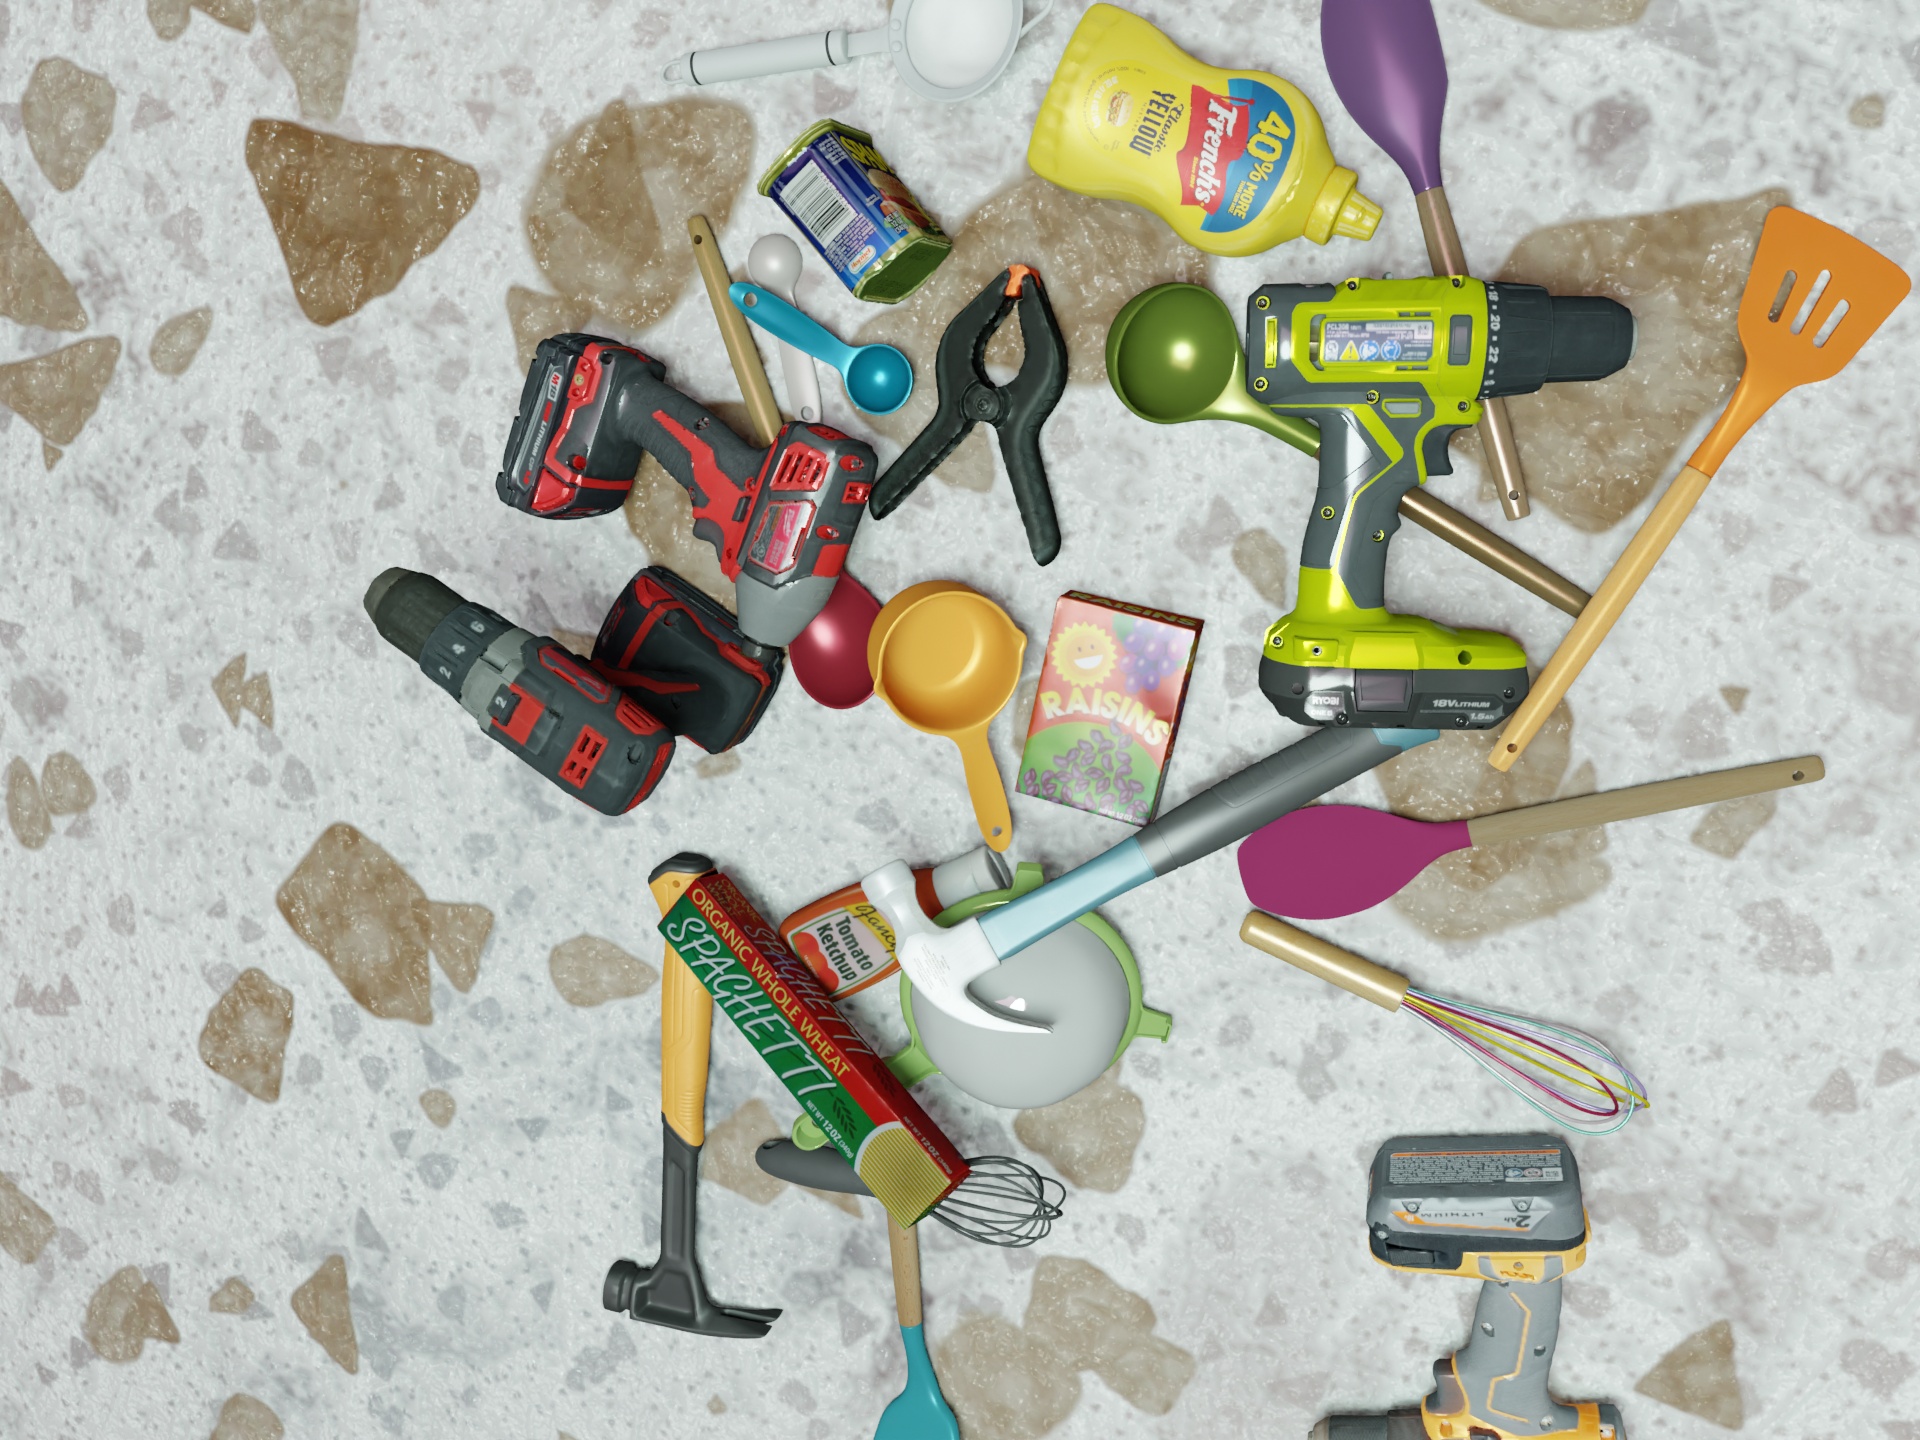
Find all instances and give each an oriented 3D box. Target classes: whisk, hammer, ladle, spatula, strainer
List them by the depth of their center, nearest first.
[{"bbox_3d":[0.374,-0.111,0.841,0.081,0.041,0.322,31,107,4],"label":"spatula"},{"bbox_3d":[0.258,-0.260,0.861,0.060,0.018,0.316,-16,94,19],"label":"spatula"},{"bbox_3d":[0.221,-0.138,0.876,0.320,0.062,0.078,33,102,5],"label":"ladle"},{"bbox_3d":[0.116,0.070,0.905,0.331,0.033,0.128,-28,82,1],"label":"hammer"},{"bbox_3d":[-0.061,-0.391,0.918,0.258,0.050,0.087,1,95,22],"label":"strainer"},{"bbox_3d":[0.277,0.172,0.926,0.245,0.047,0.051,24,107,15],"label":"whisk"},{"bbox_3d":[-0.007,0.210,0.974,0.256,0.069,0.151,-35,107,16],"label":"strainer"},{"bbox_3d":[-0.112,-0.159,0.982,0.069,0.031,0.315,-18,93,18],"label":"ladle"},{"bbox_3d":[-0.038,0.291,1.007,0.239,0.055,0.055,0,101,35],"label":"whisk"},{"bbox_3d":[-0.039,0.378,1.050,0.082,0.044,0.317,0,99,29],"label":"spatula"},{"bbox_3d":[-0.180,0.255,1.073,0.127,0.034,0.337,6,102,16],"label":"hammer"}]

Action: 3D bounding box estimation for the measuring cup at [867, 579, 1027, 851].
[{"bbox_3d":[-0.002,-0.003,0.964,0.095,0.052,0.173,-20,114,-9],"label":"measuring cup"}]

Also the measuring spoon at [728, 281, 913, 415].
[{"bbox_3d":[-0.083,-0.228,0.959,0.128,0.021,0.042,33,107,5],"label":"measuring spoon"}]

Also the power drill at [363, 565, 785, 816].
[{"bbox_3d":[-0.219,-0.034,0.928,0.188,0.227,0.080,34,107,7],"label":"power drill"}]

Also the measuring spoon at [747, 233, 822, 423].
[{"bbox_3d":[-0.105,-0.234,0.970,0.034,0.018,0.124,-10,98,17],"label":"measuring spoon"}]

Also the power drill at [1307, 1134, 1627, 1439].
[{"bbox_3d":[0.289,0.365,0.938,0.185,0.084,0.226,-7,103,18],"label":"power drill"}]

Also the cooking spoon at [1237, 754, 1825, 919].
[{"bbox_3d":[0.316,0.059,0.903,0.319,0.017,0.068,-13,97,18],"label":"cooking spoon"}]

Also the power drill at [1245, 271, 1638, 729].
[{"bbox_3d":[0.243,-0.115,0.825,0.190,0.080,0.228,1,103,7],"label":"power drill"}]

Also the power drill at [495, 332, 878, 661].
[{"bbox_3d":[-0.163,-0.136,0.955,0.220,0.078,0.143,27,106,19],"label":"power drill"}]
